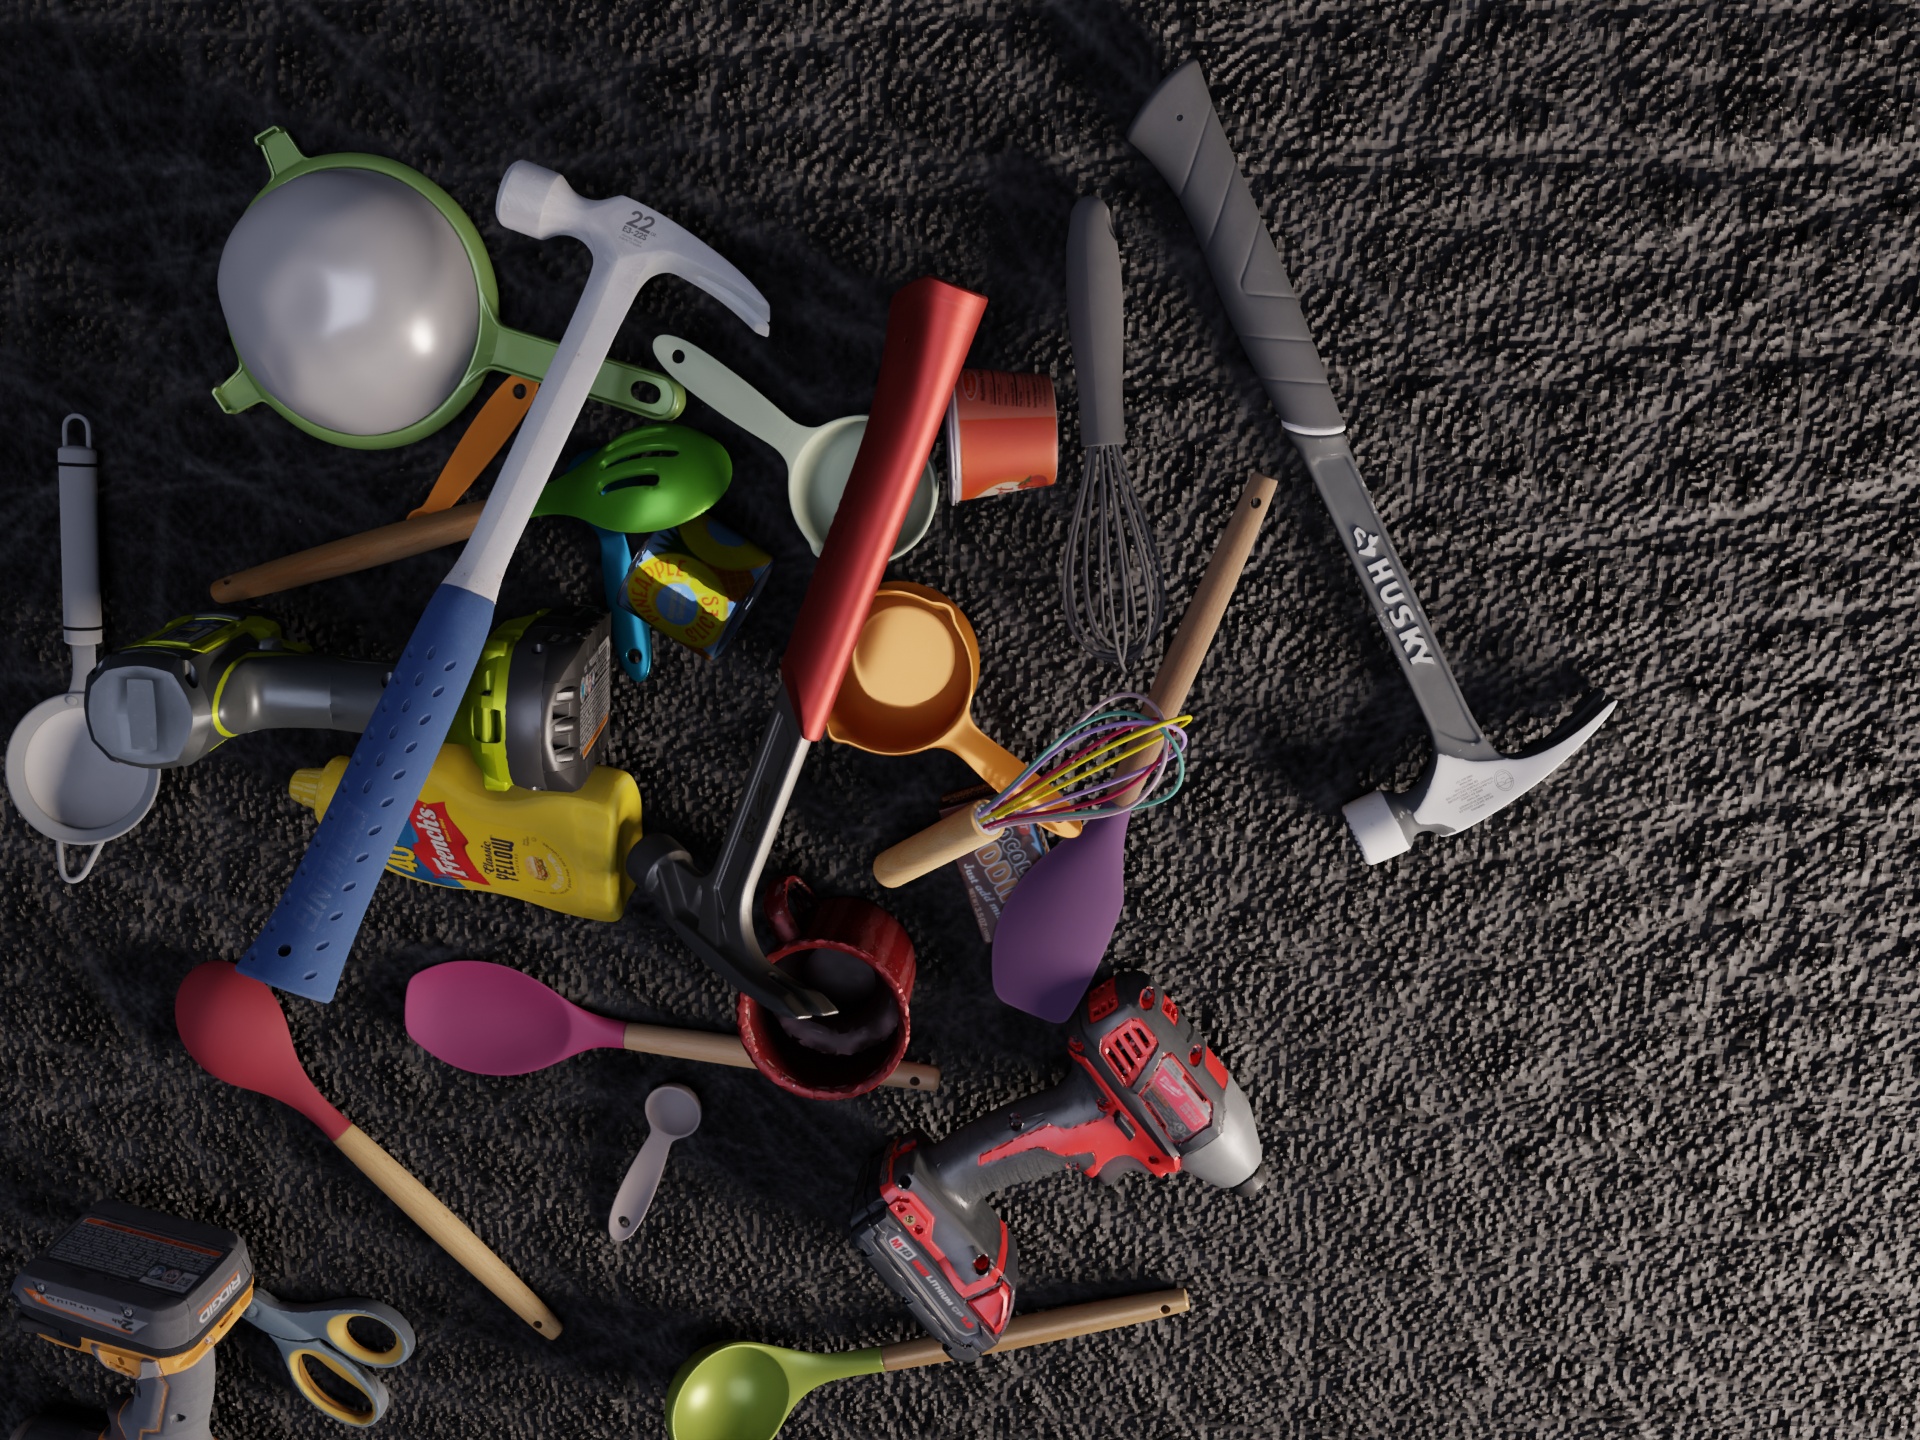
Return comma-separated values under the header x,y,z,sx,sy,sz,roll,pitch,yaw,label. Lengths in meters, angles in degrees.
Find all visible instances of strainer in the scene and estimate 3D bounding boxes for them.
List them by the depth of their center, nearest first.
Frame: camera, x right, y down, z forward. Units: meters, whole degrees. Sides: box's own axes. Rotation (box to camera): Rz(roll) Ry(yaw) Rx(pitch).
x,y,z,sx,sy,sz,roll,pitch,yaw,label
-0.268,-0.196,0.804,0.256,0.069,0.151,18,104,4,strainer
-0.488,-0.040,0.889,0.087,0.050,0.258,3,100,-1,strainer

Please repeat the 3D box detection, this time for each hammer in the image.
x,y,z,sx,sy,sz,roll,pitch,yaw,label
-0.218,-0.066,0.737,0.144,0.035,0.406,21,75,-2,hammer
-0.060,-0.037,0.778,0.149,0.036,0.359,33,109,34,hammer
0.190,-0.132,0.798,0.149,0.036,0.409,-25,101,10,hammer

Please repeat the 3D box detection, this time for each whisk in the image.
x,y,z,sx,sy,sz,roll,pitch,yaw,label
0.029,0.043,0.788,0.051,0.047,0.245,47,141,-10,whisk
0.074,-0.141,0.804,0.055,0.055,0.239,-3,100,7,whisk

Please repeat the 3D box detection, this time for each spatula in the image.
x,y,z,sx,sy,sz,roll,pitch,yaw,label
0.090,0.019,0.824,0.060,0.018,0.316,24,107,2,spatula

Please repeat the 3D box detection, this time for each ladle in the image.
x,y,z,sx,sy,sz,roll,pitch,yaw,label
-0.021,0.382,0.946,0.320,0.062,0.078,-14,103,7,ladle
-0.356,0.268,0.965,0.069,0.031,0.315,-41,99,14,ladle

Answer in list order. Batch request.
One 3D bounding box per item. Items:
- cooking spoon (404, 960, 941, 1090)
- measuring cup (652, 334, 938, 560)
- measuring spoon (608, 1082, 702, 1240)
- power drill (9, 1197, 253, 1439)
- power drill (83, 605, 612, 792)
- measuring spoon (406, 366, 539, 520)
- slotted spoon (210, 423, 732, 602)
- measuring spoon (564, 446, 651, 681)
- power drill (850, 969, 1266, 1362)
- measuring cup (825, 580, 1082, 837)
x,y,z,sx,sy,sz,roll,pitch,yaw,label
-0.169,0.187,0.927,0.319,0.017,0.068,7,99,4,cooking spoon
-0.085,-0.147,0.821,0.167,0.038,0.083,36,105,-2,measuring cup
-0.185,0.264,0.954,0.034,0.018,0.124,27,113,2,measuring spoon
-0.518,0.411,0.986,0.185,0.084,0.226,10,115,12,power drill
-0.298,-0.021,0.817,0.223,0.171,0.080,3,105,-4,power drill
-0.260,-0.142,0.855,0.021,0.011,0.117,40,102,3,measuring spoon
-0.266,-0.101,0.835,0.314,0.070,0.031,-12,145,17,slotted spoon
-0.186,-0.082,0.854,0.042,0.021,0.128,-7,102,8,measuring spoon
0.058,0.253,0.895,0.219,0.078,0.143,-37,99,11,power drill
-0.001,-0.003,0.841,0.173,0.052,0.095,41,106,-5,measuring cup
